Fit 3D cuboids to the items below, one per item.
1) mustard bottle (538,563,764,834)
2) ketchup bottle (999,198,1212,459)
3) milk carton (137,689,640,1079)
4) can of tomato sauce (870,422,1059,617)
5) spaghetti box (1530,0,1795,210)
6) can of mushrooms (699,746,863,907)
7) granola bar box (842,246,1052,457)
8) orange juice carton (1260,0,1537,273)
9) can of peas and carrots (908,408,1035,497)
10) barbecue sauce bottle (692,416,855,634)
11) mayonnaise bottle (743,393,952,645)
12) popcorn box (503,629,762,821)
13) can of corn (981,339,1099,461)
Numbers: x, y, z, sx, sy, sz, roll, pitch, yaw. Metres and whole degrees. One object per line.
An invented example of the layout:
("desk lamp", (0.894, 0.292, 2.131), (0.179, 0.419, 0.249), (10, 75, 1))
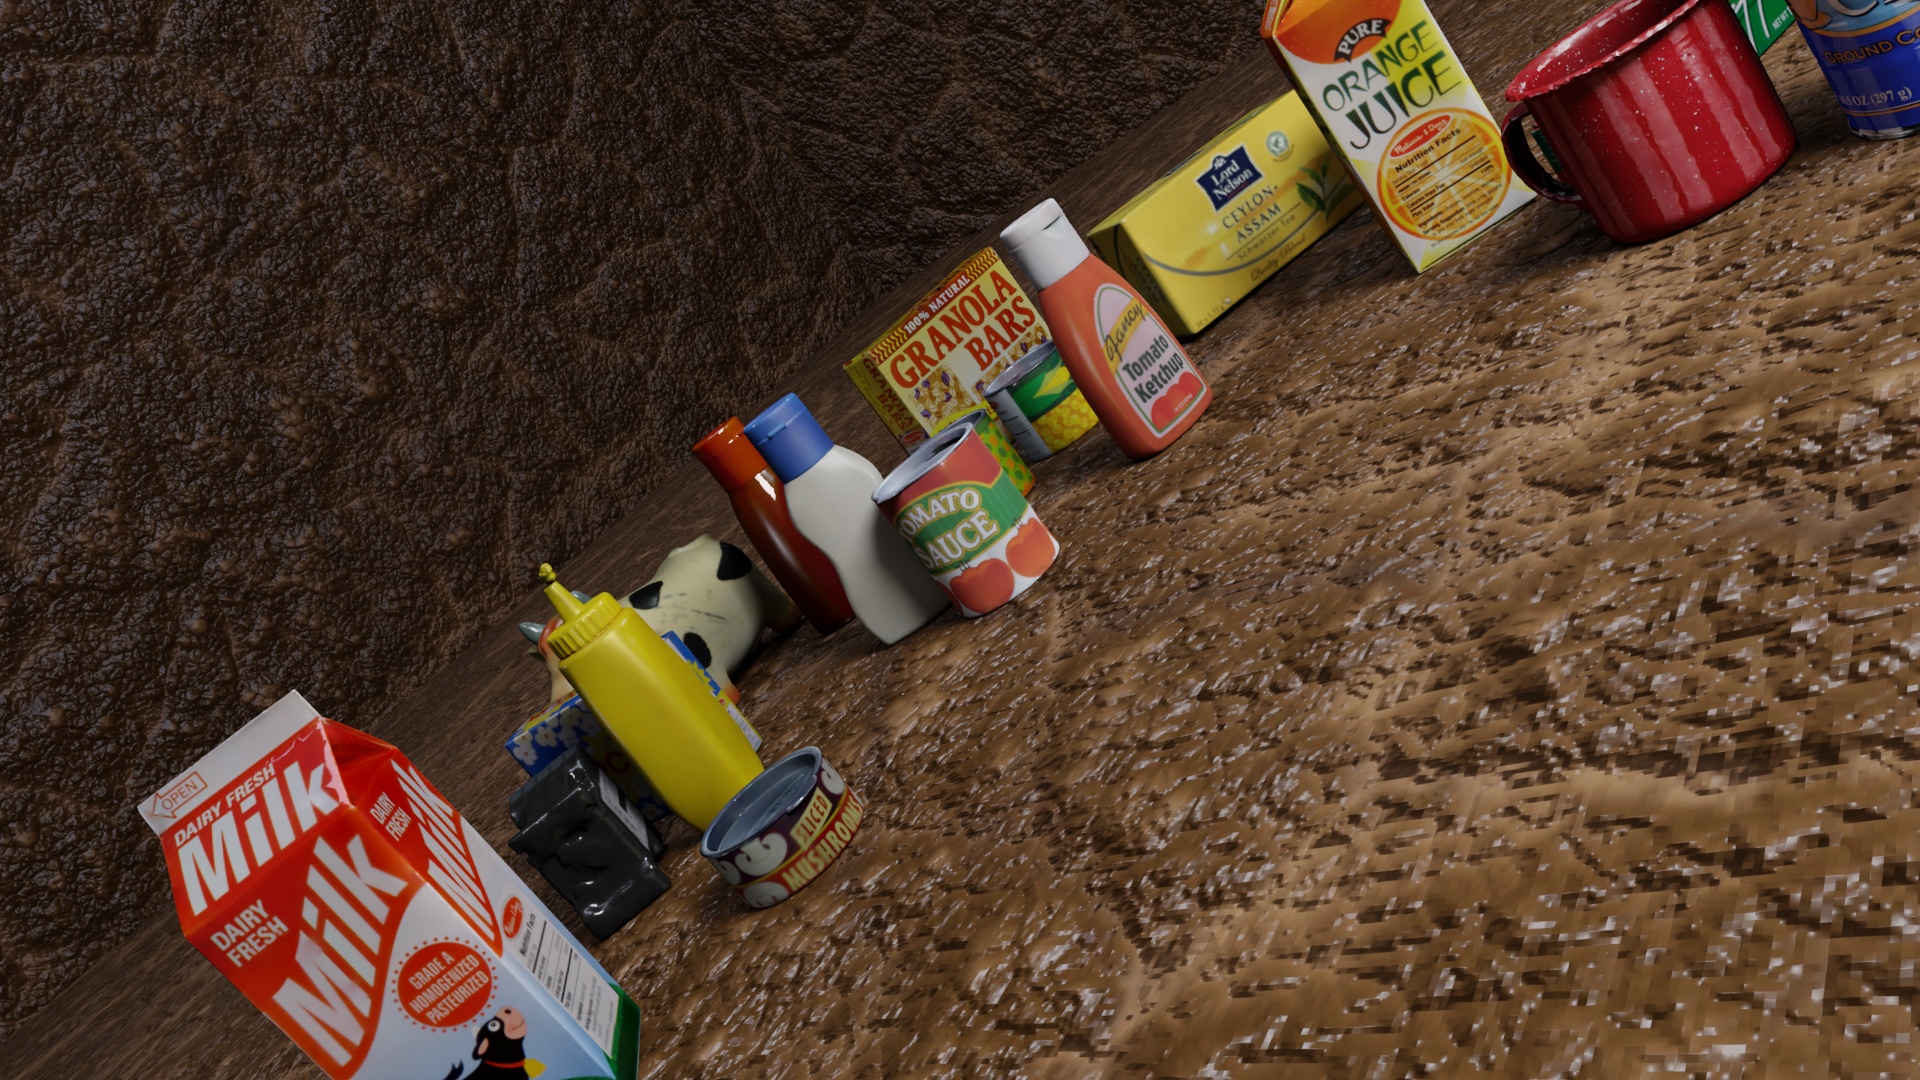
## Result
("mustard bottle", (-0.164, 0.076, 0.708), (0.049, 0.160, 0.065), (-37, 13, 1))
("ketchup bottle", (0.078, -0.120, 0.780), (0.065, 0.148, 0.043), (-44, 14, -27))
("milk carton", (-0.207, 0.147, 0.512), (0.072, 0.190, 0.073), (-38, 13, -4))
("can of tomato sauce", (0.003, -0.009, 0.740), (0.071, 0.083, 0.071), (-35, 13, 10))
("spaghetti box", (0.373, -0.253, 0.695), (0.251, 0.050, 0.028), (-42, 14, -22))
("can of mushrooms", (-0.075, 0.123, 0.598), (0.071, 0.033, 0.071), (-35, 13, 10))
("granola bar box", (0.004, -0.129, 1.055), (0.039, 0.124, 0.166), (-22, 20, 49))
("orange juice carton", (0.223, -0.248, 0.747), (0.073, 0.192, 0.072), (-33, 14, 18))
("can of peas and carrots", (0.005, -0.042, 0.898), (0.071, 0.058, 0.071), (-35, 13, 10))
("barbecue sauce bottle", (-0.115, -0.013, 0.909), (0.043, 0.148, 0.065), (-29, 15, 31))
("mayonnaise bottle", (-0.063, -0.015, 0.783), (0.065, 0.148, 0.041), (-36, 13, 5))
("popcorn box", (-0.187, 0.116, 0.796), (0.126, 0.085, 0.038), (-30, 15, 29))
("can of corn", (0.060, -0.097, 0.946), (0.071, 0.058, 0.071), (-35, 13, 10))
